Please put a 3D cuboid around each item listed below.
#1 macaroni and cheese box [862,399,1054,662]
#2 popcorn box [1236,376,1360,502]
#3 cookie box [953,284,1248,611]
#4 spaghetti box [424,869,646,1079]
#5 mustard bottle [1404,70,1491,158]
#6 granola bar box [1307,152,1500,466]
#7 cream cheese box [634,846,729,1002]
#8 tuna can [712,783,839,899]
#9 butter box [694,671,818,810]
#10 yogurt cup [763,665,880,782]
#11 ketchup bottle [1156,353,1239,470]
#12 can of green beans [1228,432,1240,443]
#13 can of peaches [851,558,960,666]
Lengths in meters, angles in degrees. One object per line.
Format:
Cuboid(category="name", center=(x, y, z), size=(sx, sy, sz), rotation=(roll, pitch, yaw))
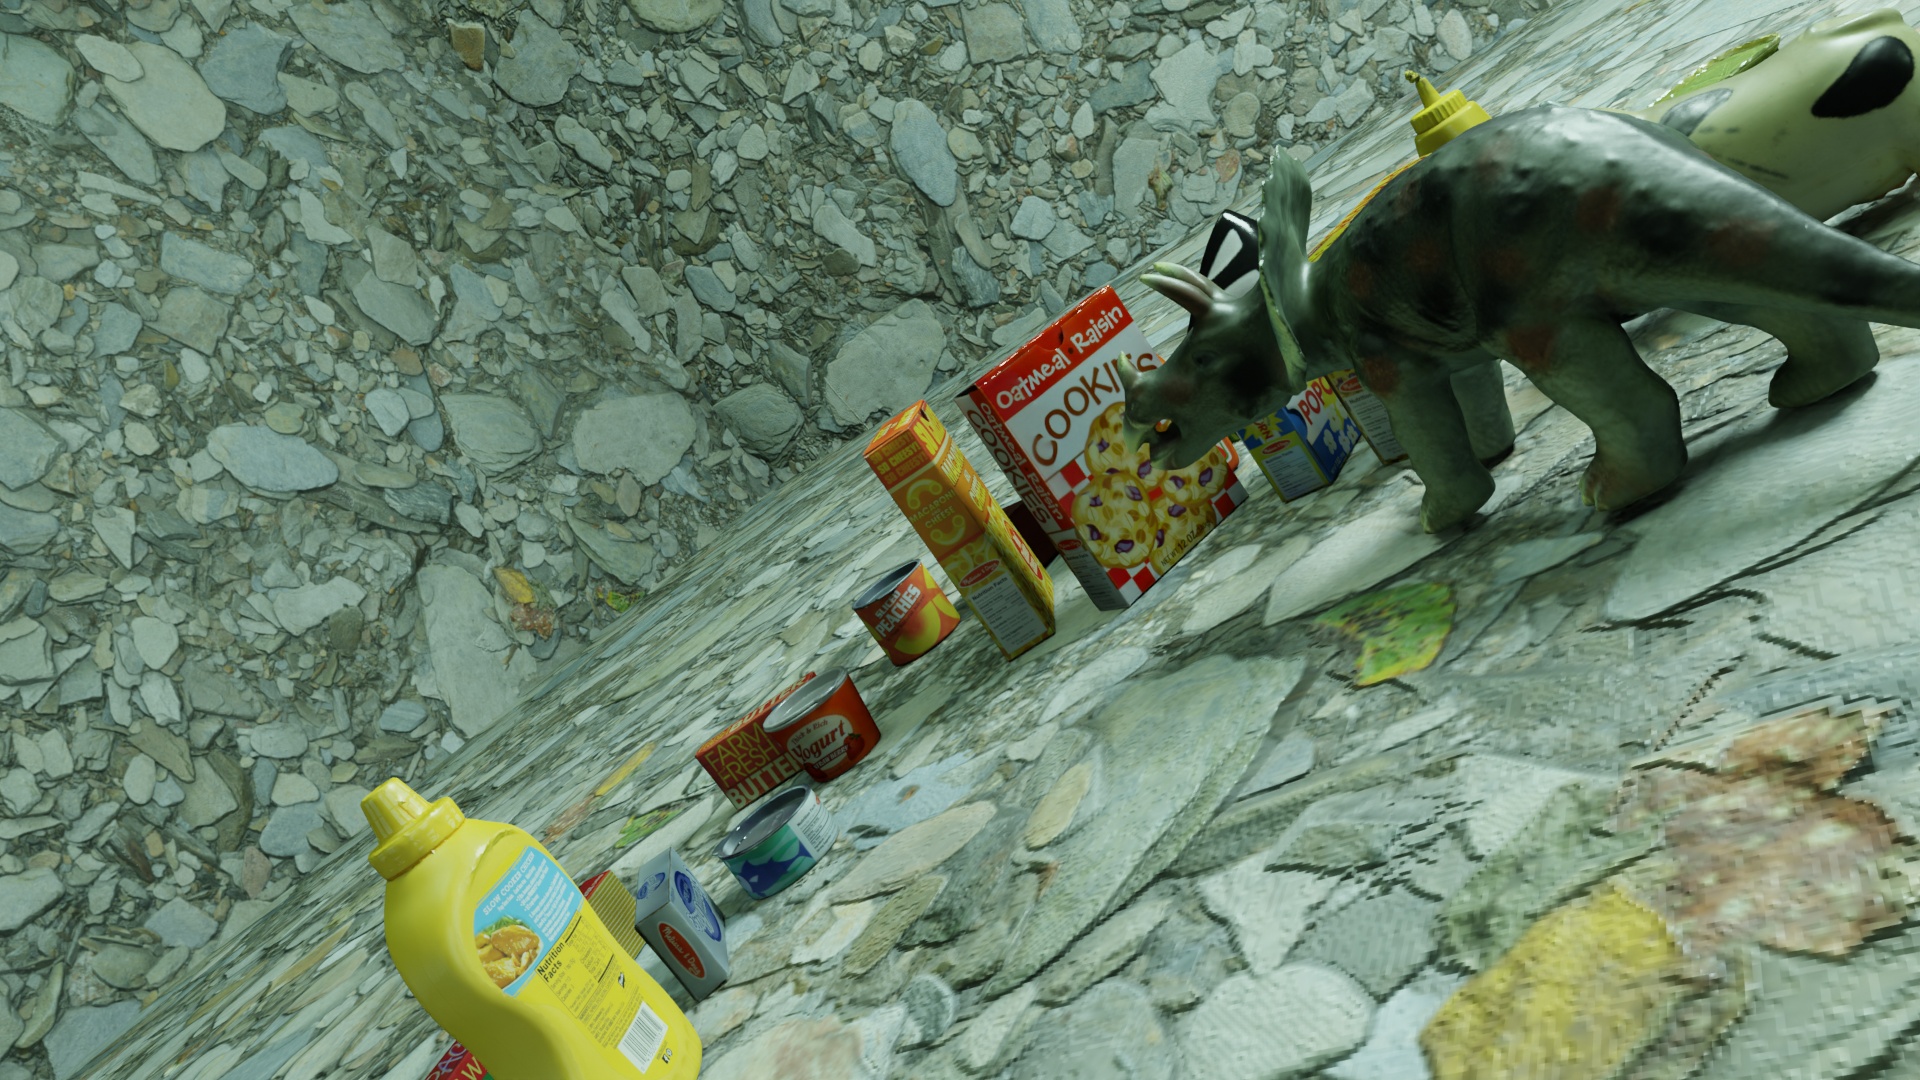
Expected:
Cuboid(category="macaroni and cheese box", center=(0.003, -0.012, 0.947), size=(0.040, 0.166, 0.124), rotation=(-33, 10, 10))
Cuboid(category="popcorn box", center=(0.213, -0.092, 0.872), size=(0.038, 0.085, 0.127), rotation=(-27, 13, 40))
Cuboid(category="cookie box", center=(0.092, -0.059, 0.879), size=(0.123, 0.167, 0.040), rotation=(-40, 11, -25))
Cuboid(category="spaghetti box", center=(-0.237, 0.269, 0.751), size=(0.028, 0.050, 0.251), rotation=(-31, 11, 20))
Cuboid(category="mustard bottle", center=(0.368, -0.273, 1.001), size=(0.049, 0.160, 0.065), rotation=(-42, 12, -37))
Cuboid(category="granola bar box", center=(0.264, -0.139, 0.819), size=(0.039, 0.124, 0.166), rotation=(-23, 15, 50))
Cuboid(category="cream cheese box", center=(-0.152, 0.207, 0.756), size=(0.024, 0.053, 0.104), rotation=(-36, 10, -7))
Cuboid(category="tuna can", center=(-0.108, 0.177, 0.813), size=(0.071, 0.033, 0.071), rotation=(-34, 10, 7))
Cuboid(category="butter box", center=(-0.133, 0.143, 0.990), size=(0.103, 0.053, 0.024), rotation=(-34, 10, 7))
Cuboid(category="yogurt cup", center=(-0.091, 0.125, 0.936), size=(0.072, 0.054, 0.072), rotation=(-34, 10, 7))
Cuboid(category="ketchup bottle", center=(0.133, -0.099, 0.984), size=(0.065, 0.148, 0.043), rotation=(-35, 10, 1))
Cuboid(category="can of green beans", center=(0.210, -0.115, 1.067), size=(0.071, 0.057, 0.071), rotation=(-34, 10, 7))
Cuboid(category="can of peaches", center=(-0.042, 0.057, 1.086), size=(0.071, 0.058, 0.071), rotation=(-34, 10, 7))
